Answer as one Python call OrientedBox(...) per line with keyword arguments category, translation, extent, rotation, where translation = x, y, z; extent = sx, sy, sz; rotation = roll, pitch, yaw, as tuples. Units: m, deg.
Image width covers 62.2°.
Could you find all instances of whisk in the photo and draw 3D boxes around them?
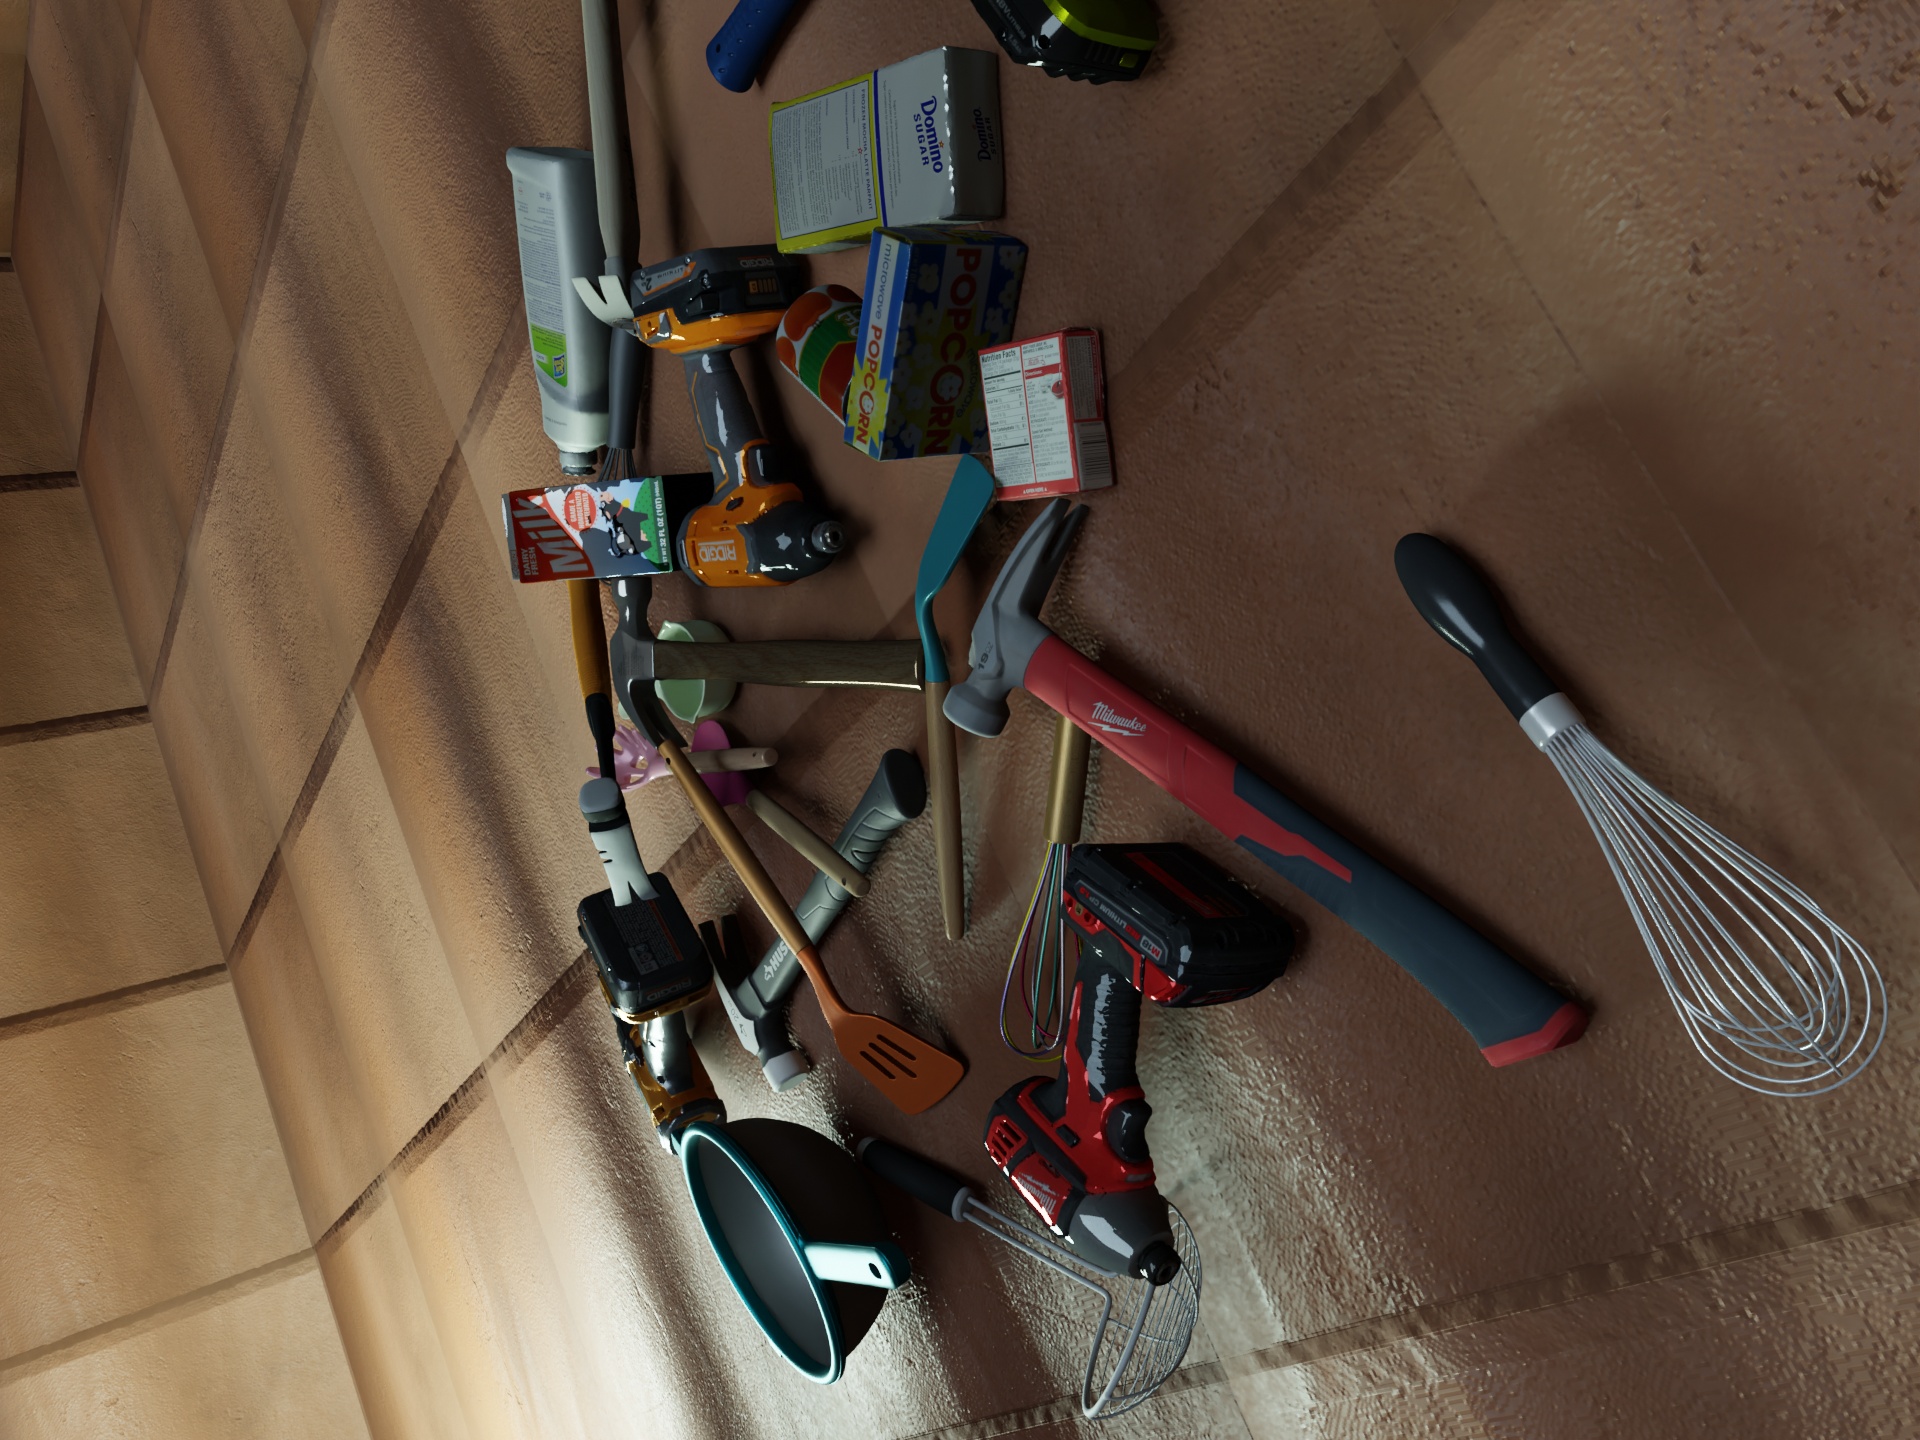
OrientedBox(category="whisk", translation=(0.263, 0.026, 0.655), extent=(0.285, 0.070, 0.070), rotation=(60, 139, 29))
OrientedBox(category="whisk", translation=(-0.270, -0.221, 1.268), extent=(0.055, 0.055, 0.239), rotation=(27, 116, 45))
OrientedBox(category="whisk", translation=(0.061, 0.091, 0.943), extent=(0.047, 0.051, 0.245), rotation=(13, 107, 27))

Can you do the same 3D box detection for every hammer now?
OrientedBox(category="hammer", translation=(-0.286, -0.014, 1.263), extent=(0.127, 0.034, 0.337), rotation=(84, 170, -47))
OrientedBox(category="hammer", translation=(0.148, 0.029, 0.802), extent=(0.387, 0.038, 0.143), rotation=(38, 110, 35))
OrientedBox(category="hammer", translation=(-0.106, 0.132, 1.161), extent=(0.146, 0.035, 0.334), rotation=(57, 137, 24))
OrientedBox(category="hammer", translation=(-0.257, -0.491, 1.132), extent=(0.146, 0.038, 0.410), rotation=(-58, -36, -85))
OrientedBox(category="hammer", translation=(-0.049, -0.514, 0.914), extent=(0.405, 0.035, 0.144), rotation=(-32, 75, 50))
OrientedBox(category="hammer", translation=(-0.140, -0.038, 1.120), extent=(0.331, 0.031, 0.130), rotation=(4, 97, 42))

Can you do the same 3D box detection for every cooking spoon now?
OrientedBox(category="cooking spoon", translation=(-0.140, 0.066, 1.159), extent=(0.319, 0.017, 0.068), rotation=(30, 109, 57))

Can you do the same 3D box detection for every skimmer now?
OrientedBox(category="skimmer", translation=(0.019, 0.322, 1.012), extent=(0.363, 0.090, 0.127), rotation=(9, 74, 53))

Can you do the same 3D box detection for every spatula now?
OrientedBox(category="spatula", translation=(-0.117, 0.140, 1.126), extent=(0.323, 0.041, 0.081), rotation=(53, 133, 15))
OrientedBox(category="spatula", translation=(-0.002, -0.003, 0.993), extent=(0.082, 0.044, 0.317), rotation=(-121, 26, -64))

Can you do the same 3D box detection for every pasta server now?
OrientedBox(category="pasta server", translation=(-0.222, 0.031, 1.250), extent=(0.316, 0.040, 0.060), rotation=(-6, 62, 58))

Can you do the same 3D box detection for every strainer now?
OrientedBox(category="strainer", translation=(-0.087, 0.358, 1.127), extent=(0.340, 0.095, 0.211), rotation=(-28, 88, 59))

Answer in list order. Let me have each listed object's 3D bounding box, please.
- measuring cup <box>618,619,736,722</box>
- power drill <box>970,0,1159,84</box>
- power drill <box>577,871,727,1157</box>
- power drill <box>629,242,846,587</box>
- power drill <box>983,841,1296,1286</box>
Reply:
OrientedBox(category="measuring cup", translation=(-0.227, -0.030, 1.269), extent=(0.167, 0.038, 0.083), rotation=(-24, 81, 53))
OrientedBox(category="power drill", translation=(0.094, -0.414, 0.731), extent=(0.228, 0.080, 0.191), rotation=(-48, 62, 43))
OrientedBox(category="power drill", translation=(-0.259, 0.230, 1.322), extent=(0.186, 0.084, 0.226), rotation=(50, 151, 42))
OrientedBox(category="power drill", translation=(-0.144, -0.203, 1.086), extent=(0.164, 0.084, 0.226), rotation=(5, 108, 50))
OrientedBox(category="power drill", translation=(0.091, 0.186, 0.856), extent=(0.143, 0.078, 0.219), rotation=(38, 118, 49))
